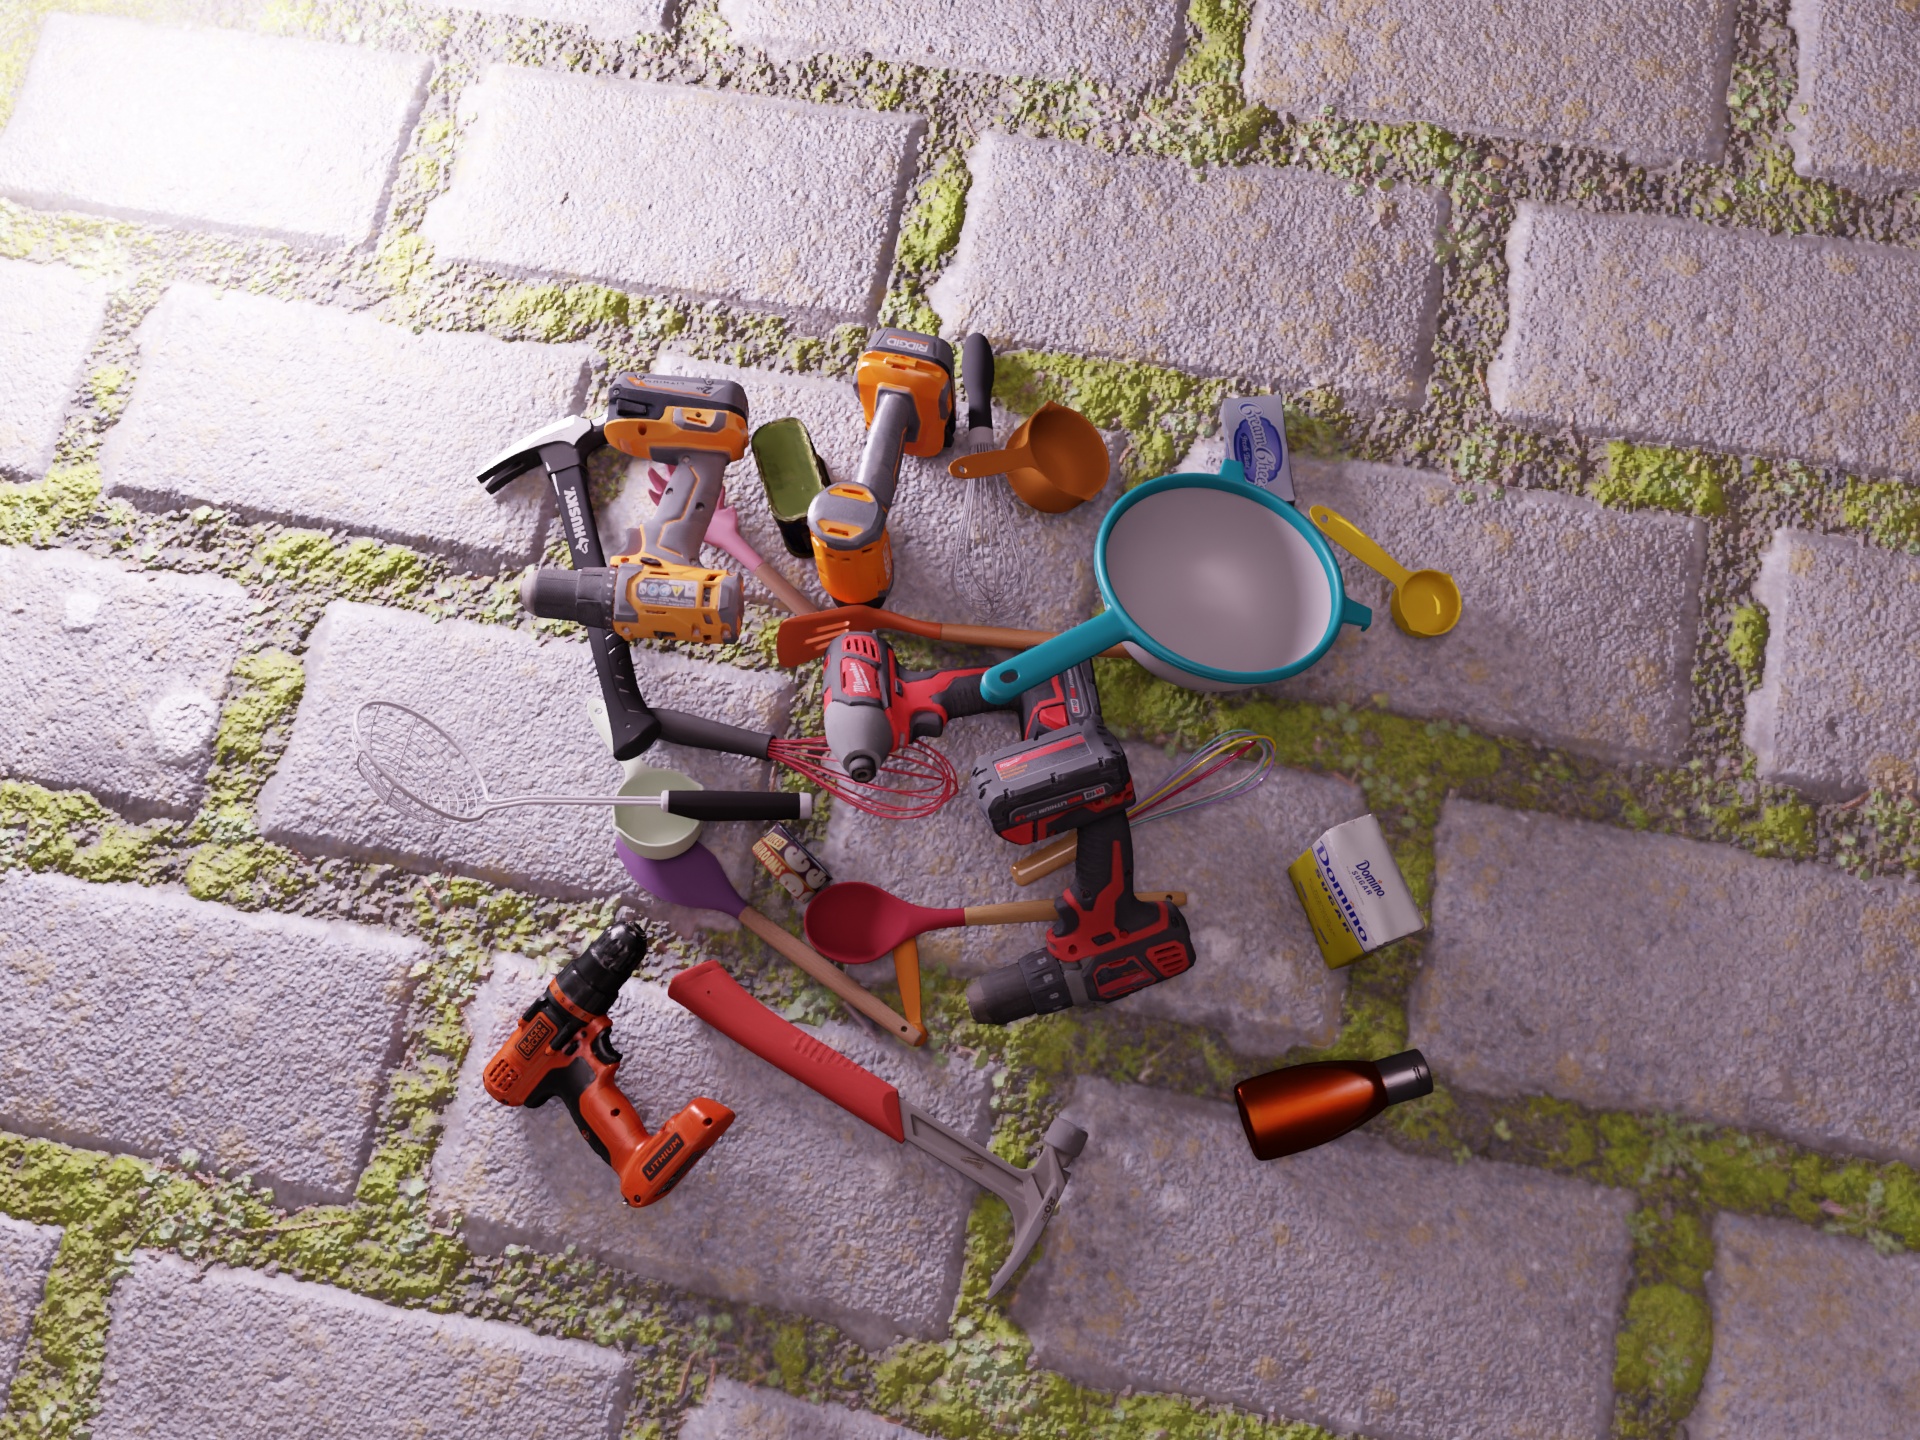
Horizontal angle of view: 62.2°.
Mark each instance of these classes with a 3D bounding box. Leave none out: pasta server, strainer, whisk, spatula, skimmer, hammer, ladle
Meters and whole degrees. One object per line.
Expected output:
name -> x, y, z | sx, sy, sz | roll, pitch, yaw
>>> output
pasta server -> -0.158, -0.120, 1.401 | 0.316, 0.040, 0.060 | 43, 73, 12
strainer -> 0.153, -0.072, 1.300 | 0.340, 0.095, 0.211 | -26, 67, -24
whisk -> -0.143, 0.028, 1.352 | 0.296, 0.073, 0.073 | 12, 77, 13
spatula -> 0.007, -0.065, 1.354 | 0.322, 0.081, 0.041 | 5, 63, -4
whisk -> 0.019, -0.219, 1.404 | 0.070, 0.070, 0.285 | -4, 70, 4
skimmer -> -0.300, 0.039, 1.290 | 0.363, 0.127, 0.090 | 2, 115, -11
whisk -> 0.151, 0.072, 1.323 | 0.245, 0.047, 0.051 | -27, 76, 1
hammer -> -0.327, -0.118, 1.400 | 0.146, 0.035, 0.335 | -18, 68, 0
hammer -> -0.085, 0.309, 1.284 | 0.359, 0.036, 0.149 | 29, 80, 11
ladle -> 0.030, 0.159, 1.314 | 0.315, 0.031, 0.069 | -4, 74, 0
spatula -> -0.163, 0.177, 1.330 | 0.316, 0.018, 0.060 | 33, 74, 15

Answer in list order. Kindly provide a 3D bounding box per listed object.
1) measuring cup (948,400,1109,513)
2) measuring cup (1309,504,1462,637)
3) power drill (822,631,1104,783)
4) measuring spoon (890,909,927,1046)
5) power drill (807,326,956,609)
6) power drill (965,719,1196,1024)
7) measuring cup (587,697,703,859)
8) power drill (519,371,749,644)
measuring cup -> 0.048, -0.215, 1.361 | 0.173, 0.052, 0.095 | -16, 81, -36
measuring cup -> 0.354, -0.128, 1.346 | 0.156, 0.029, 0.062 | 38, 77, -1
power drill -> -0.002, -0.004, 1.291 | 0.219, 0.078, 0.143 | 3, 45, -8
measuring spoon -> -0.044, 0.211, 1.318 | 0.021, 0.011, 0.117 | -9, 75, 2
power drill -> -0.068, -0.202, 1.367 | 0.084, 0.164, 0.227 | 13, 65, 8
power drill -> 0.073, 0.132, 1.248 | 0.188, 0.080, 0.226 | -19, 115, -1
measuring cup -> -0.279, 0.050, 1.368 | 0.083, 0.038, 0.168 | -26, 61, -21
power drill -> -0.272, -0.178, 1.357 | 0.185, 0.084, 0.226 | 4, 76, -3
